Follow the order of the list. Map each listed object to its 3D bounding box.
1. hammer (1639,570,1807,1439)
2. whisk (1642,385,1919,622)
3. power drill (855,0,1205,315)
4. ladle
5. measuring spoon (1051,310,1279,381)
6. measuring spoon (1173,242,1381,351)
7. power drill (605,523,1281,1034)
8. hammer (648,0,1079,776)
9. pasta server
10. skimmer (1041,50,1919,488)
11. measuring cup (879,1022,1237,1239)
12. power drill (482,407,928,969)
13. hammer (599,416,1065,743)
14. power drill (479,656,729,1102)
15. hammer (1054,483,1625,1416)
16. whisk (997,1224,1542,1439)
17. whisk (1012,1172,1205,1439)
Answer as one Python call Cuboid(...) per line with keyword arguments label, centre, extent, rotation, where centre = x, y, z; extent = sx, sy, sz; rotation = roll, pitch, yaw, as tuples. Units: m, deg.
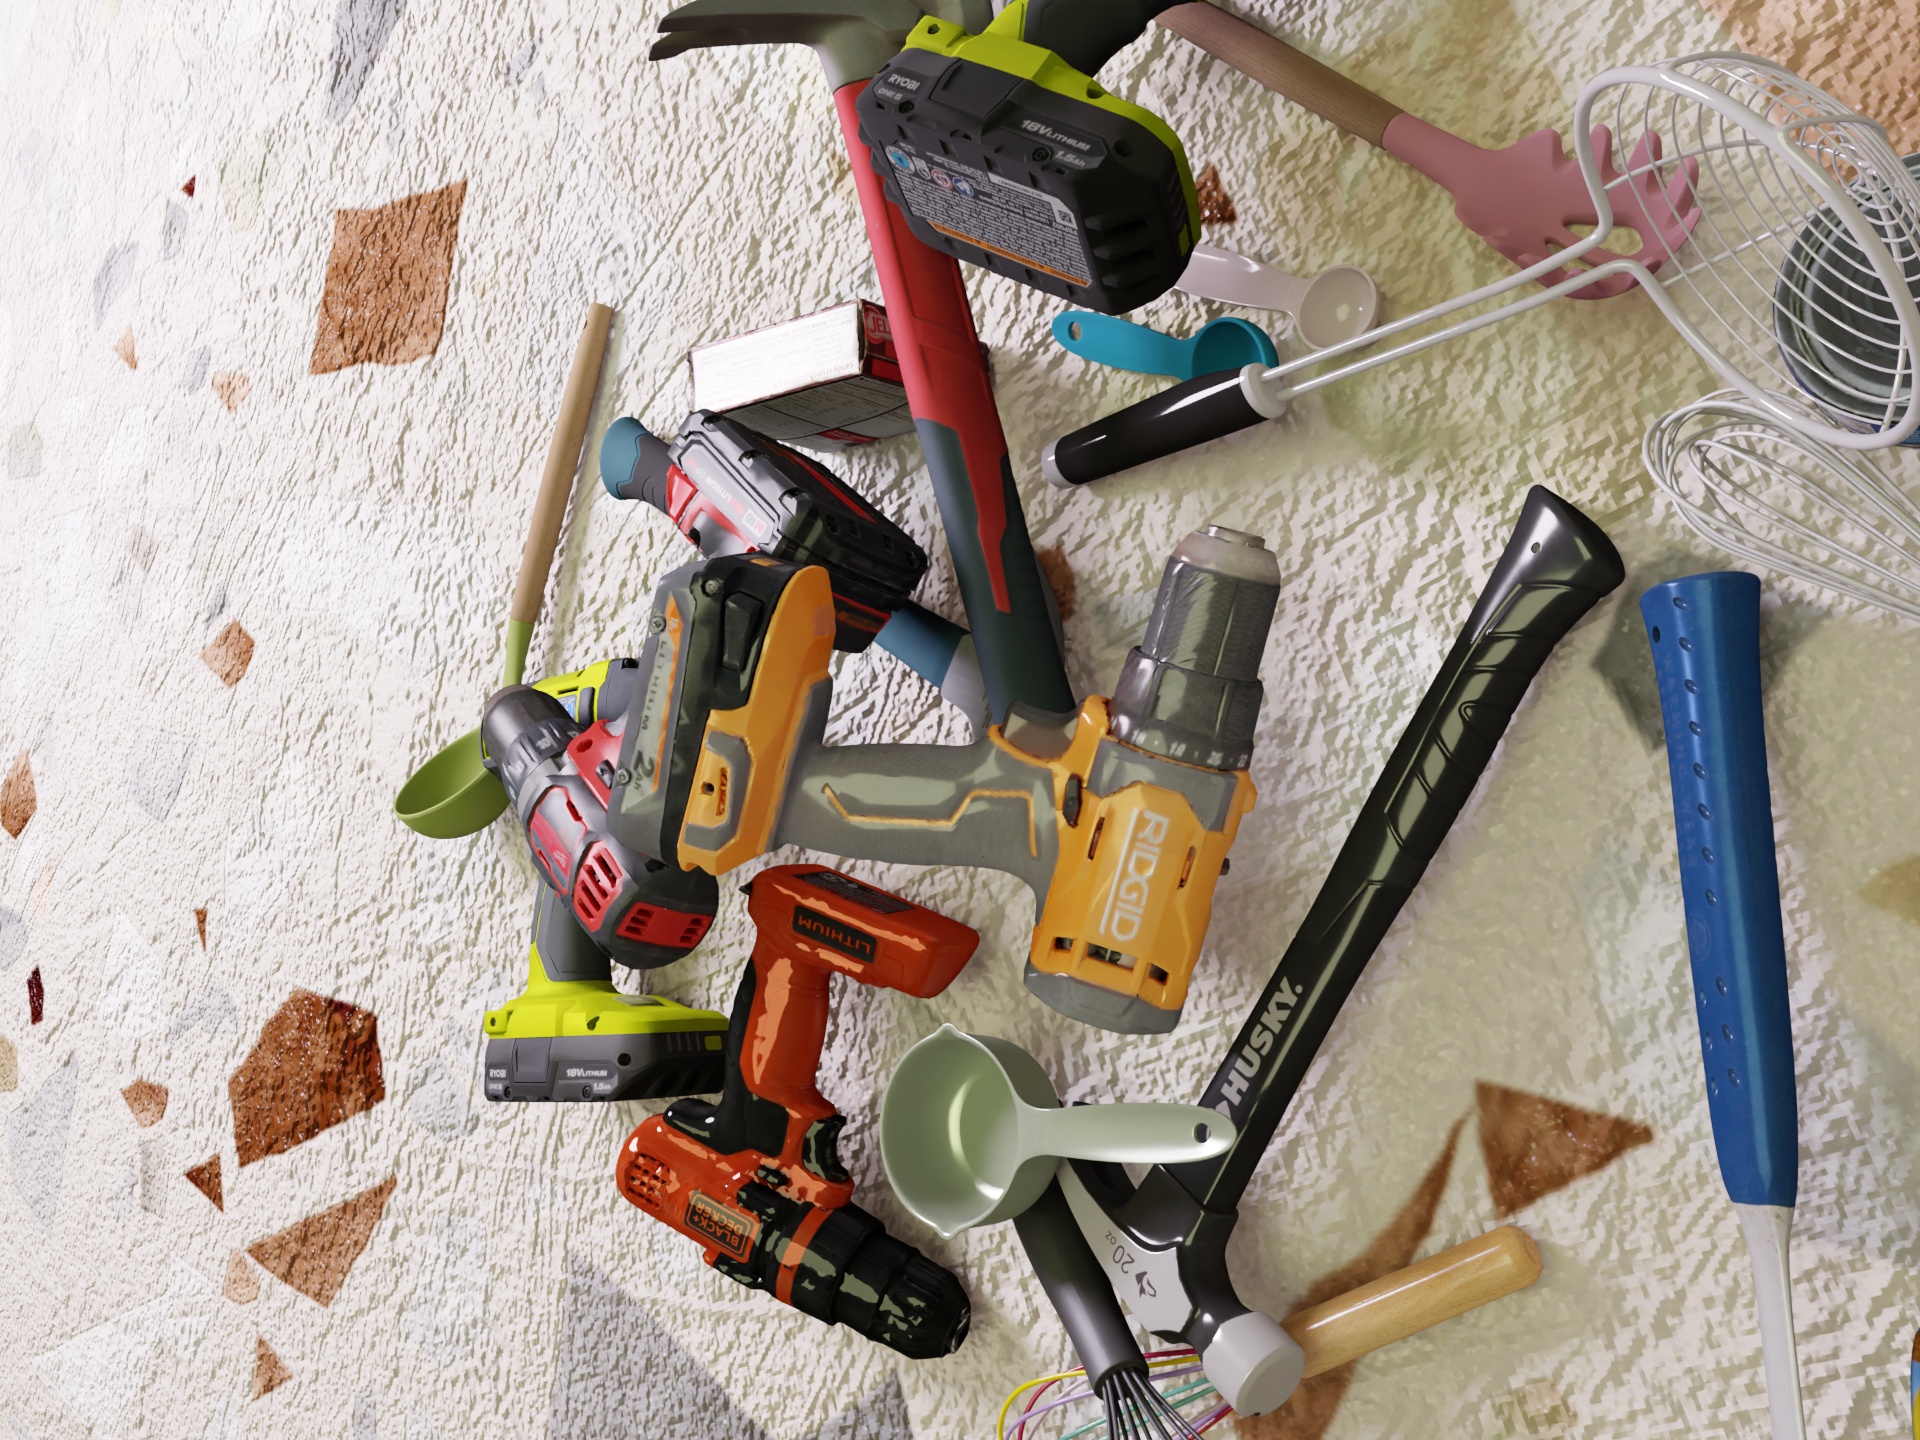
Cuboid(label="hammer", centre=(0.240, 0.153, 0.467), extent=(0.035, 0.144, 0.406), rotation=(-1, 77, 5))
Cuboid(label="whisk", centre=(0.307, -0.024, 0.462), extent=(0.247, 0.059, 0.057), rotation=(43, 150, 28))
Cuboid(label="power drill", centre=(0.087, -0.269, 0.597), extent=(0.191, 0.080, 0.228), rotation=(30, 77, 27))
Cuboid(label="ladle", centre=(-0.256, -0.085, 0.911), extent=(0.078, 0.062, 0.320), rotation=(21, 97, 56))
Cuboid(label="measuring spoon", centre=(0.087, -0.156, 0.670), extent=(0.129, 0.021, 0.042), rotation=(29, 126, 45))
Cuboid(label="measuring spoon", centre=(0.121, -0.175, 0.646), extent=(0.124, 0.018, 0.034), rotation=(33, 105, 43))
Cuboid(label="power drill", centre=(-0.001, -0.002, 0.590), extent=(0.226, 0.084, 0.185), rotation=(17, 102, 9))
Cuboid(label="hammer", centre=(-0.013, -0.113, 0.647), extent=(0.038, 0.143, 0.386), rotation=(160, 96, -69))
Cuboid(label="pasta server", centre=(0.147, -0.244, 0.614), extent=(0.060, 0.040, 0.316), rotation=(-45, 57, 2))
Cuboid(label="skimmer", centre=(0.136, -0.111, 0.536), extent=(0.363, 0.127, 0.090), rotation=(-11, 37, 53))
Cuboid(label="measuring cup", centre=(0.041, 0.158, 0.612), extent=(0.167, 0.038, 0.083), rotation=(-11, 73, 39))
Cuboid(label="power drill", centre=(-0.135, -0.024, 0.730), extent=(0.188, 0.080, 0.226), rotation=(43, 106, 41))
Cuboid(label="hammer", centre=(-0.077, -0.074, 0.780), extent=(0.331, 0.033, 0.128), rotation=(33, 107, 36))
Cuboid(label="power drill", centre=(-0.179, 0.081, 0.822), extent=(0.171, 0.080, 0.223), rotation=(-10, 77, 36))
Cuboid(label="hammer", centre=(0.138, 0.070, 0.582), extent=(0.146, 0.035, 0.334), rotation=(39, 106, 50))
Cuboid(label="whisk", centre=(0.106, 0.243, 0.602), extent=(0.245, 0.051, 0.047), rotation=(-36, 59, 27))
Cuboid(label="whisk", centre=(0.057, 0.243, 0.590), extent=(0.055, 0.055, 0.239), rotation=(-60, 30, 18))
